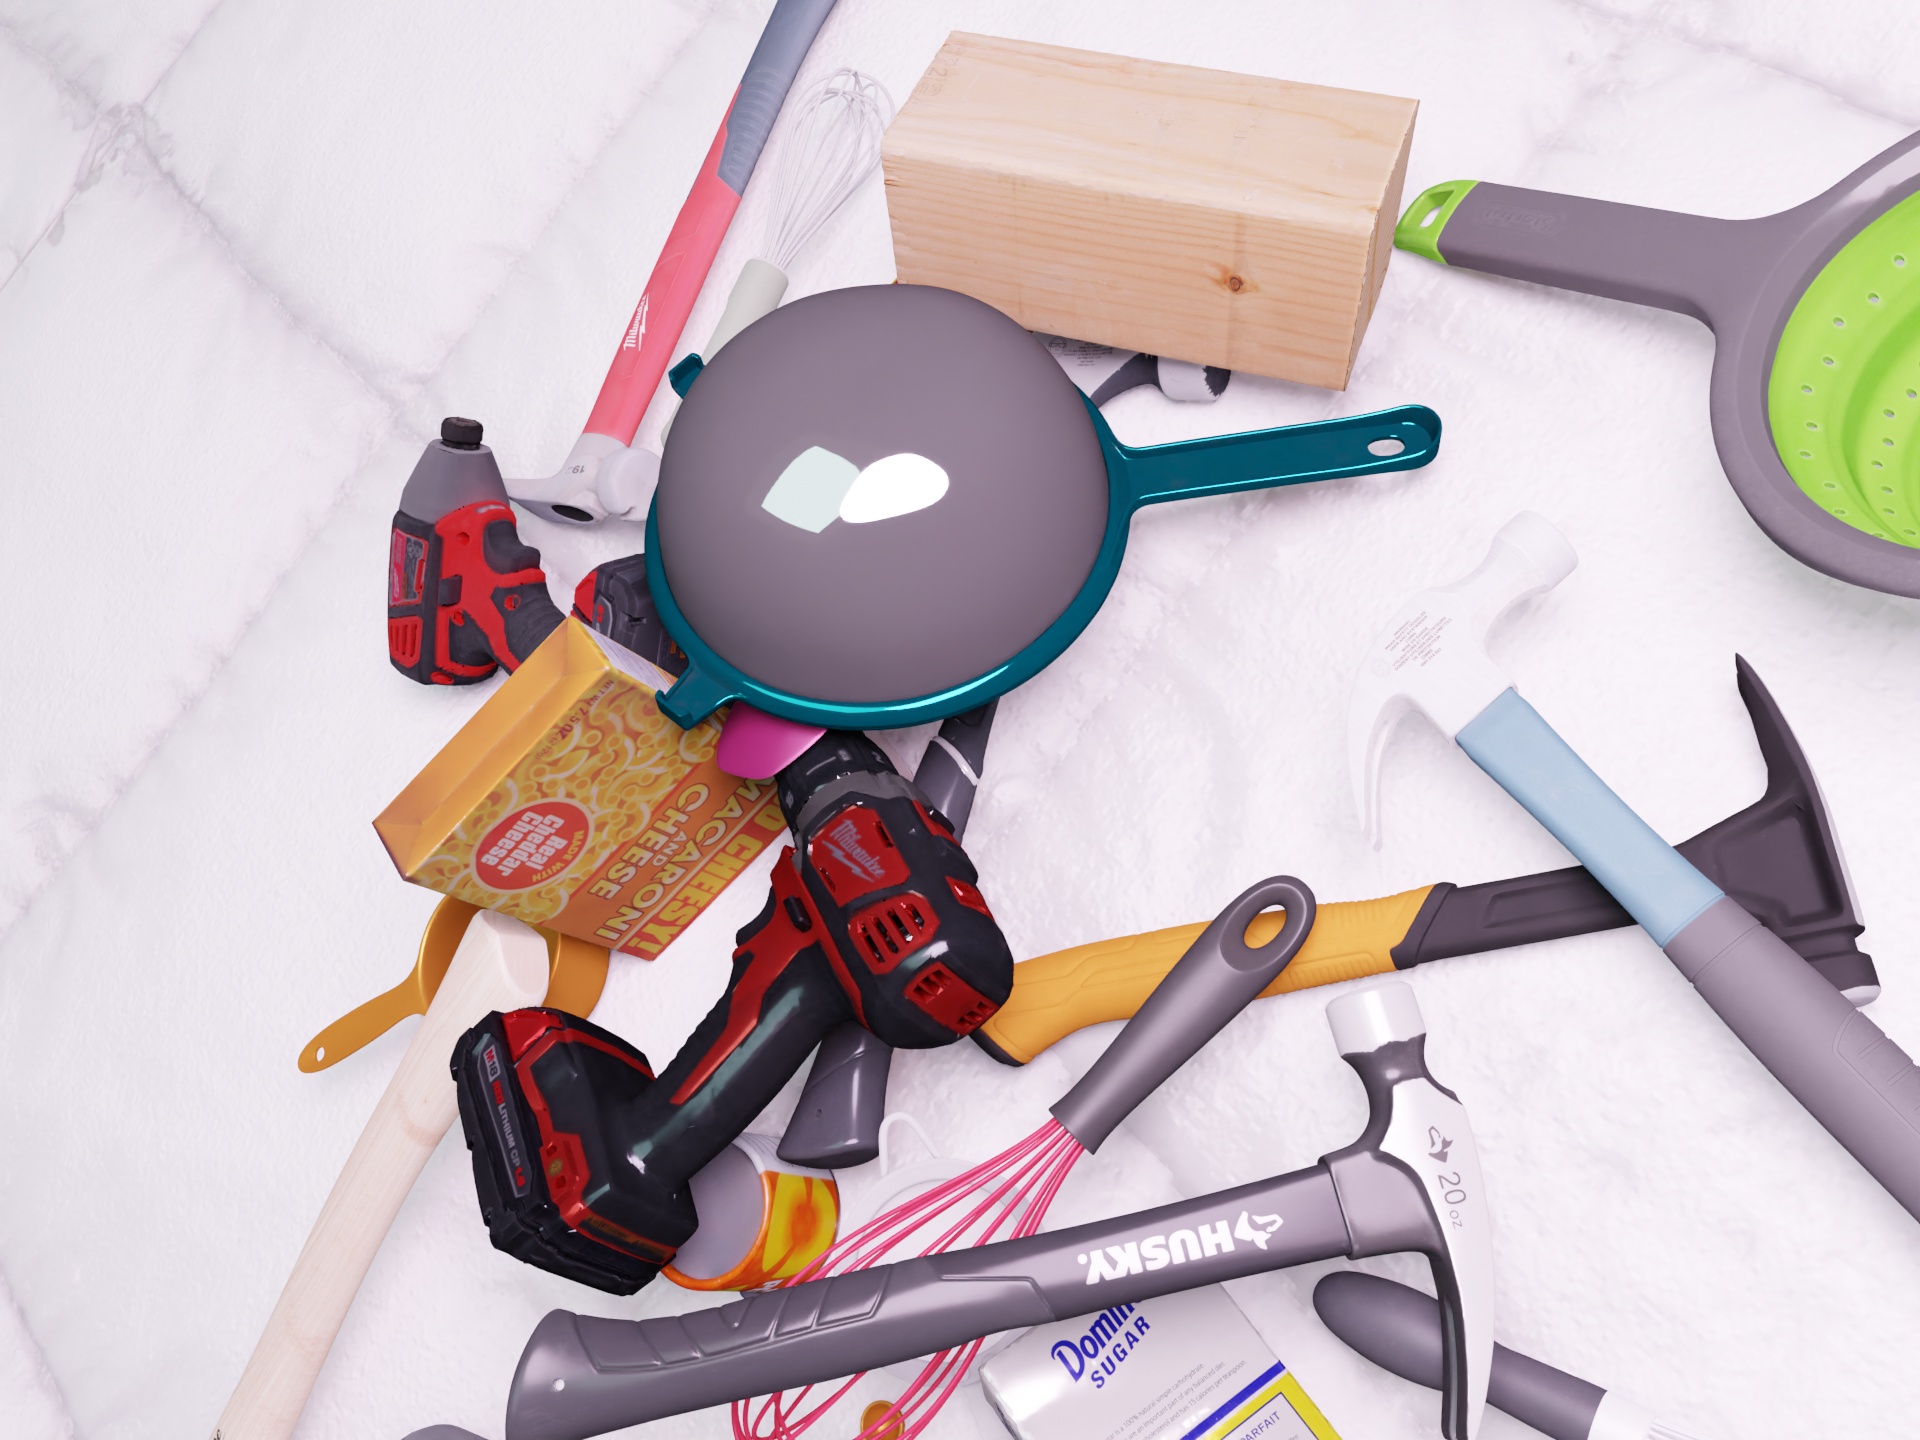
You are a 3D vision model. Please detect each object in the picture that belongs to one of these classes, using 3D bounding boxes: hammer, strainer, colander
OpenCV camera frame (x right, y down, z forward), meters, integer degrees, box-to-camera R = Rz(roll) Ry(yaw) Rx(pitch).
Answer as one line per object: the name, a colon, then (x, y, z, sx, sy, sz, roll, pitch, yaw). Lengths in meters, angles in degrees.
hammer: (-0.001, -0.002, 0.709, 0.149, 0.036, 0.409, 9, 72, 31)
hammer: (-0.152, -0.288, 0.900, 0.143, 0.038, 0.386, 9, 73, 43)
hammer: (0.255, 0.077, 0.528, 0.128, 0.033, 0.331, -42, 60, 8)
hammer: (-0.309, 0.268, 0.748, 0.146, 0.038, 0.410, 32, 97, 33)
strainer: (0.015, 0.279, 0.612, 0.087, 0.050, 0.259, -18, 68, -4)
strainer: (0.026, -0.116, 0.644, 0.340, 0.095, 0.211, -7, 60, 5)
colander: (0.327, -0.139, 0.589, 0.204, 0.094, 0.397, -54, 40, 0)
hammer: (0.154, 0.076, 0.618, 0.337, 0.034, 0.127, -15, 66, 22)
hammer: (0.014, 0.196, 0.533, 0.335, 0.035, 0.146, -13, 70, -2)

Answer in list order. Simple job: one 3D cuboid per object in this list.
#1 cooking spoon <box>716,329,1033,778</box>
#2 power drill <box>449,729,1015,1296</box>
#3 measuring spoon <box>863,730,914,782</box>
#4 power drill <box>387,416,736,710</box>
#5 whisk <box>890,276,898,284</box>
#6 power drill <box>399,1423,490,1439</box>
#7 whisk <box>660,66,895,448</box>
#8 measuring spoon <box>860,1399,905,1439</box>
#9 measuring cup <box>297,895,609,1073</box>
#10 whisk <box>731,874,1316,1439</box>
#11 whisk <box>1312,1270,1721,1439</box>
cooking spoon: (-0.019, -0.107, 0.716, 0.069, 0.017, 0.319, 9, 61, 43)
power drill: (-0.099, 0.100, 0.653, 0.226, 0.080, 0.188, -41, 44, 7)
measuring spoon: (-0.057, -0.001, 0.769, 0.034, 0.018, 0.124, -47, 65, 9)
power drill: (-0.211, -0.062, 0.806, 0.220, 0.078, 0.143, 25, 114, 33)
whisk: (-0.052, -0.201, 0.821, 0.245, 0.047, 0.051, -29, 44, 19)
power drill: (-0.183, 0.425, 0.639, 0.191, 0.080, 0.229, 7, 73, 29)
whisk: (-0.099, -0.244, 0.841, 0.059, 0.057, 0.246, 21, 75, 10)
measuring spoon: (-0.049, 0.332, 0.644, 0.021, 0.011, 0.117, 20, 85, 32)
measuring cup: (-0.251, 0.138, 0.792, 0.173, 0.052, 0.095, -30, 61, 17)
whisk: (0.027, 0.166, 0.589, 0.296, 0.073, 0.073, -45, 58, -5)
whisk: (0.242, 0.243, 0.503, 0.285, 0.070, 0.070, 16, 80, 36)
